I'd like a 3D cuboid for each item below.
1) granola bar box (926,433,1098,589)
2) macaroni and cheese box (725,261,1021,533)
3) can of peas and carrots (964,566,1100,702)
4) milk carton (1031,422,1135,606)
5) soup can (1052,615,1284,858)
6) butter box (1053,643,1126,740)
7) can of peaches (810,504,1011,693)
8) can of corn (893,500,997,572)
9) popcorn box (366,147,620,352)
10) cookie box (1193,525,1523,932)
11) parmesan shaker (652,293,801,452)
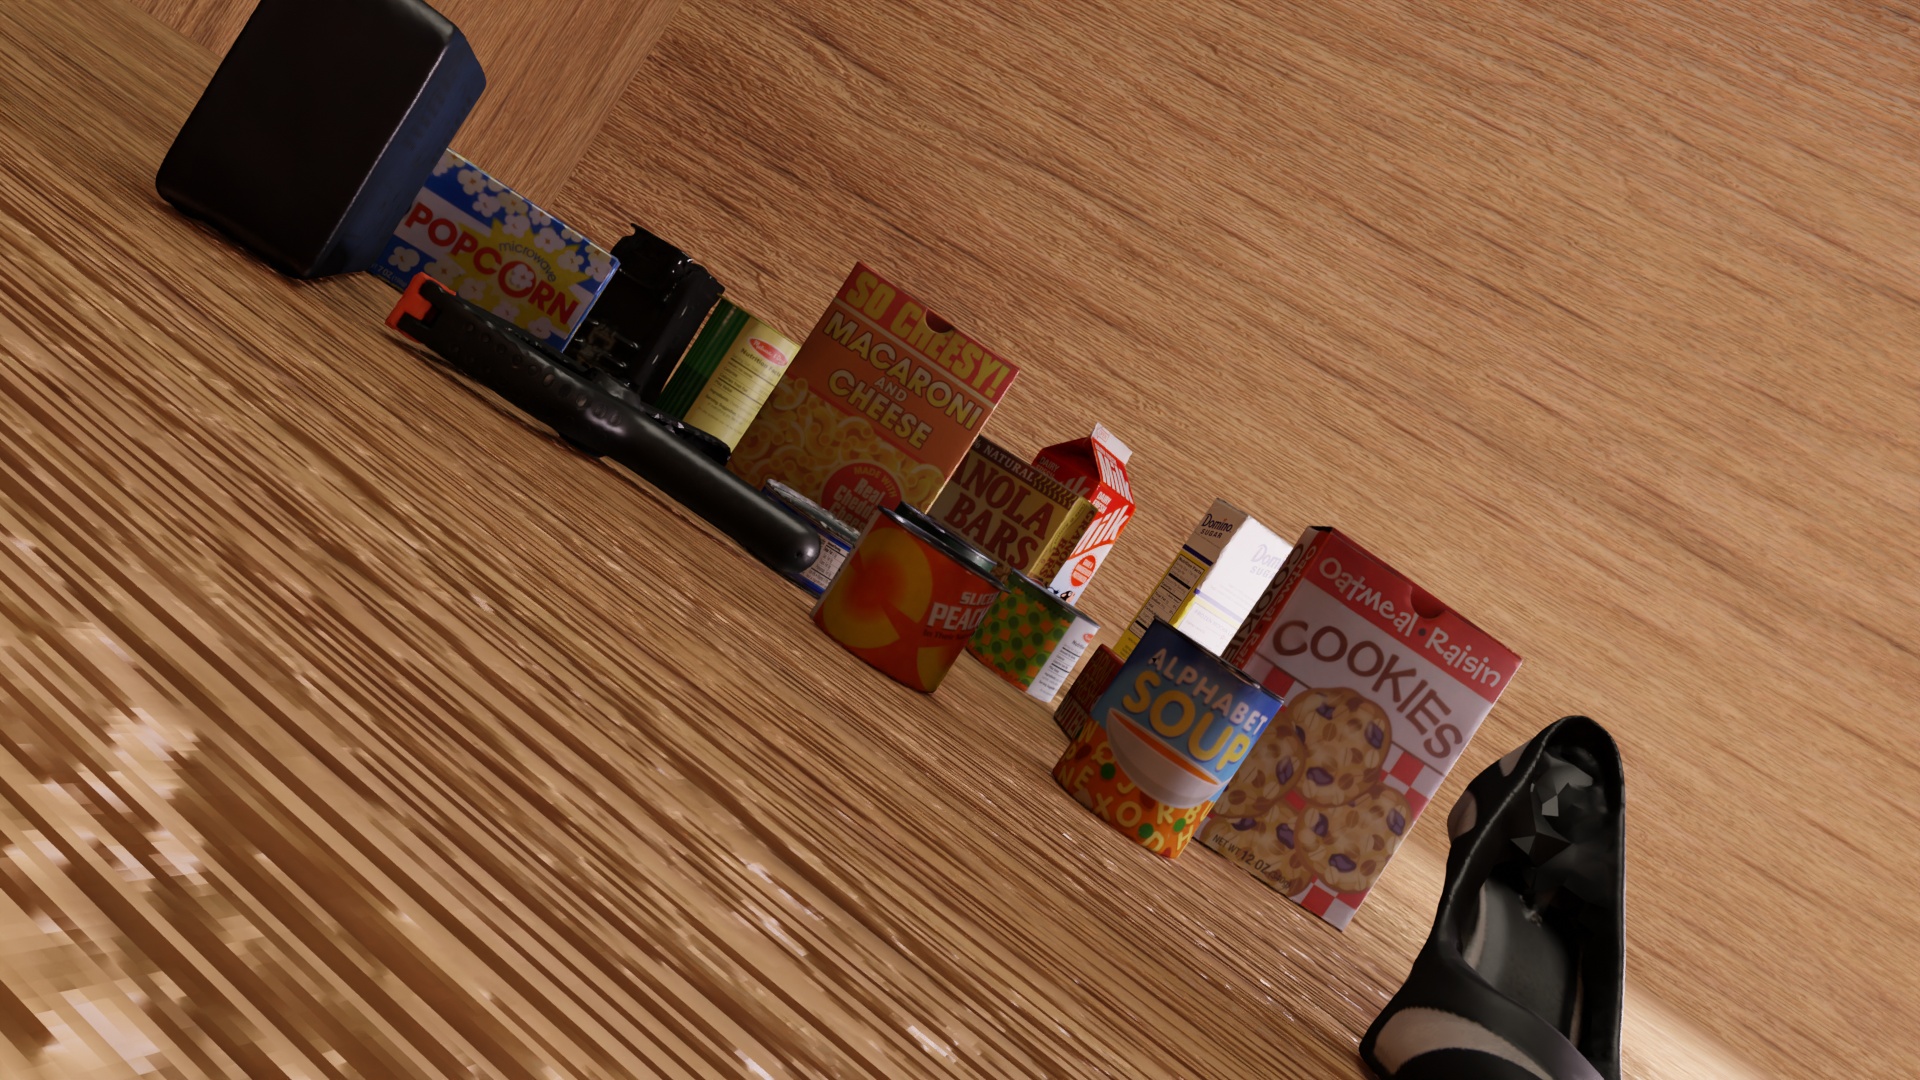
[{"bbox_3d":[0.004,-0.013,1.031,0.166,0.124,0.039,34,2,35],"label":"granola bar box"},{"bbox_3d":[-0.058,-0.073,0.878,0.124,0.166,0.040,33,1,-6],"label":"macaroni and cheese box"},{"bbox_3d":[0.042,0.058,0.869,0.071,0.058,0.071,33,2,-1],"label":"can of peas and carrots"},{"bbox_3d":[0.081,-0.008,1.189,0.073,0.190,0.072,34,2,36],"label":"milk carton"},{"bbox_3d":[0.089,0.085,0.599,0.071,0.083,0.071,33,2,-1],"label":"soup can"},{"bbox_3d":[0.082,0.092,0.760,0.024,0.053,0.103,33,2,-8],"label":"butter box"},{"bbox_3d":[-0.022,0.027,0.607,0.071,0.058,0.071,33,2,-1],"label":"can of peaches"},{"bbox_3d":[-0.023,0.018,0.796,0.071,0.058,0.071,33,2,-1],"label":"can of corn"},{"bbox_3d":[-0.278,-0.166,0.820,0.126,0.085,0.038,33,2,-20],"label":"popcorn box"},{"bbox_3d":[0.186,0.094,0.707,0.123,0.167,0.040,33,1,-8],"label":"cookie box"},{"bbox_3d":[-0.164,-0.107,0.948,0.071,0.103,0.071,33,1,-1],"label":"parmesan shaker"}]
